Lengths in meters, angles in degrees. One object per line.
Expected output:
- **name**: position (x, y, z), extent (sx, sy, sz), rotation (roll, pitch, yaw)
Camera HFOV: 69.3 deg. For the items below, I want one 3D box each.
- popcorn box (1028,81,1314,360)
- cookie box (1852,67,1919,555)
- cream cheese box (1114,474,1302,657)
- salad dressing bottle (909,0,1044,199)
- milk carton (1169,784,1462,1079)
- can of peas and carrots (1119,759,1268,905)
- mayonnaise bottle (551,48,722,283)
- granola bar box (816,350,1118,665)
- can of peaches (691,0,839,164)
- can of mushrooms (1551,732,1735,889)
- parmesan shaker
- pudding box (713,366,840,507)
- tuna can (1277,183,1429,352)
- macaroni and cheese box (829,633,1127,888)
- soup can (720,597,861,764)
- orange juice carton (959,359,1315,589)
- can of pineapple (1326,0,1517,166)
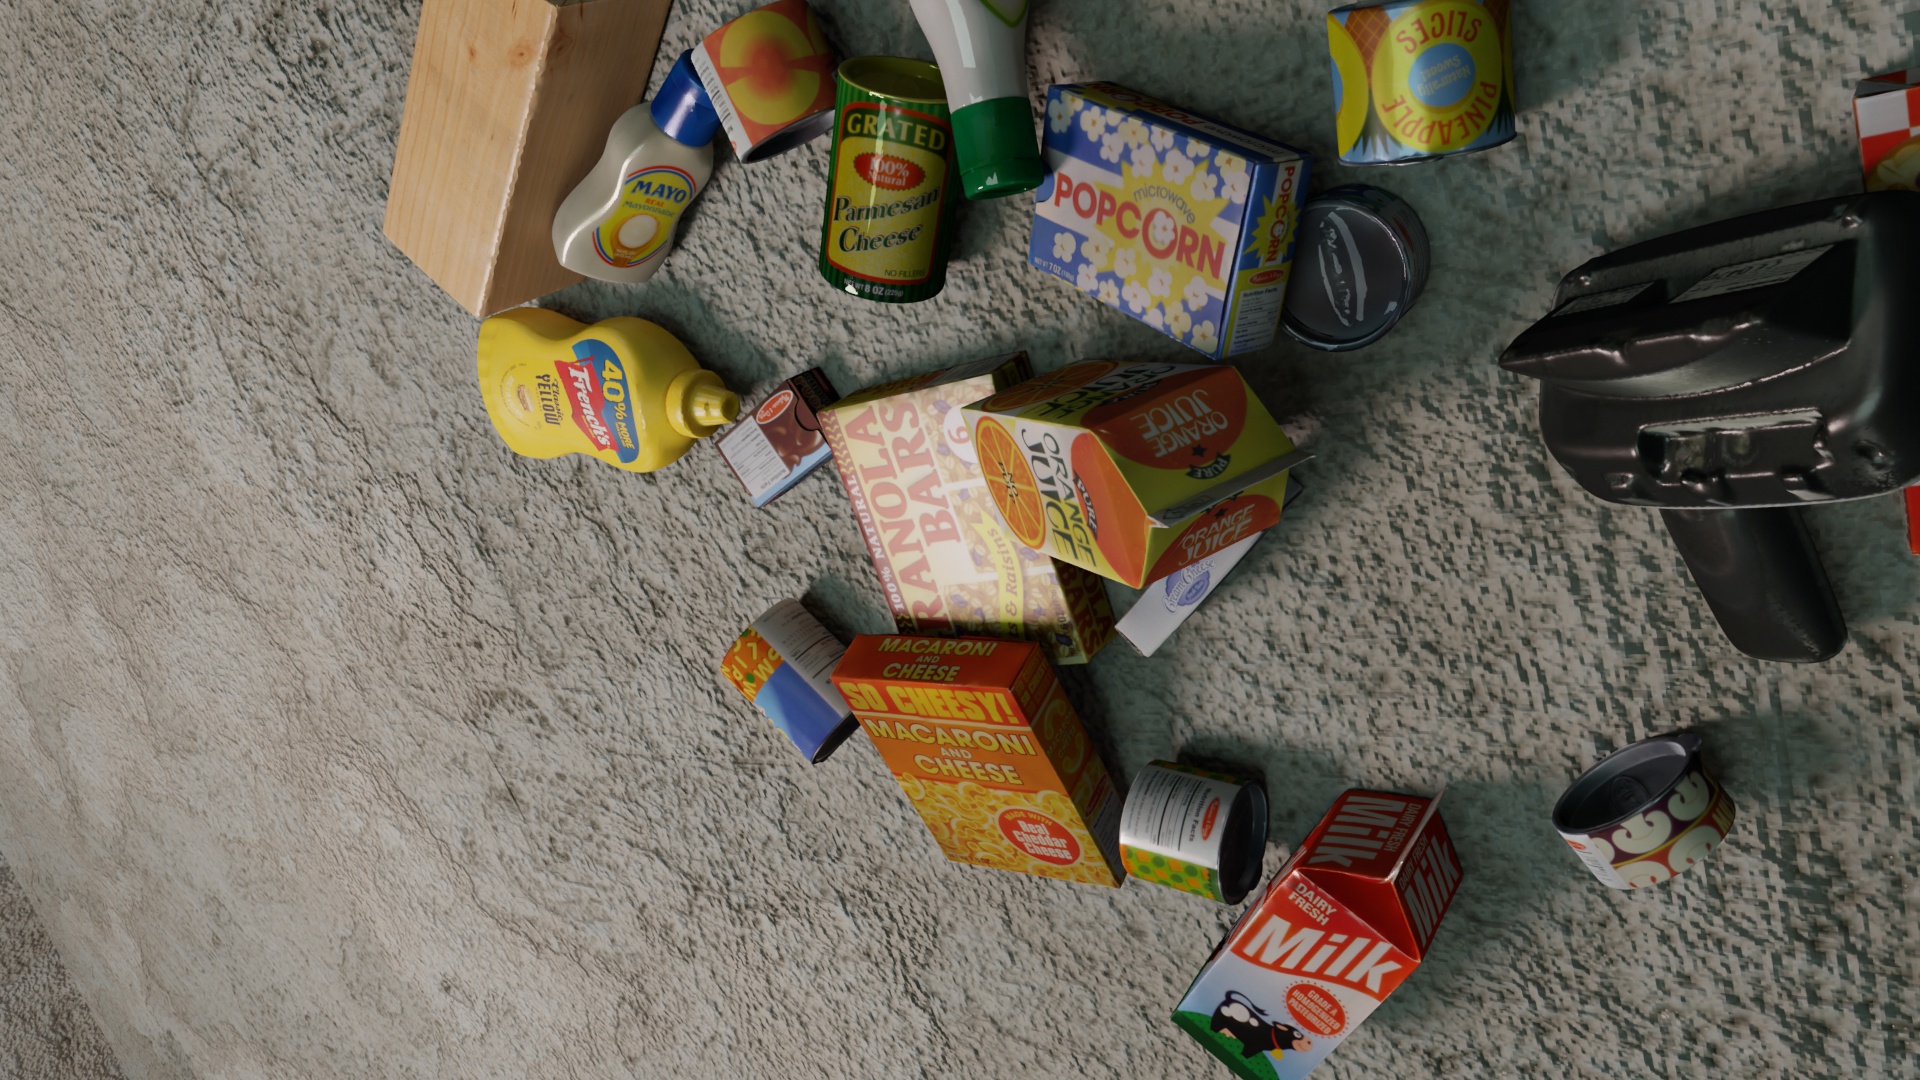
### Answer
- **popcorn box**: position (0.087, -0.142, 0.604), extent (0.127, 0.038, 0.084), rotation (37, 133, 41)
- **cookie box**: position (0.374, -0.080, 0.454), extent (0.123, 0.040, 0.167), rotation (-5, 110, 38)
- **cream cheese box**: position (0.120, 0.010, 0.675), extent (0.024, 0.053, 0.103), rotation (44, 131, 11)
- **salad dressing bottle**: position (0.007, -0.228, 0.613), extent (0.044, 0.064, 0.147), rotation (-5, 98, 46)
- **milk carton**: position (0.189, 0.200, 0.713), extent (0.073, 0.073, 0.189), rotation (37, 129, 15)
- **can of peas and carrots**: position (0.126, 0.156, 0.742), extent (0.059, 0.071, 0.070), rotation (8, 118, 33)
- **mayonnaise bottle**: position (-0.171, -0.204, 0.768), extent (0.147, 0.065, 0.041), rotation (-43, 55, 39)
- **granola bar box**: position (0.003, -0.010, 0.760), extent (0.124, 0.039, 0.165), rotation (-8, 108, 38)
- **can of peaches**: position (-0.091, -0.230, 0.695), extent (0.071, 0.071, 0.058), rotation (-19, 101, 40)
- **can of mushrooms**: position (0.296, 0.116, 0.598), extent (0.033, 0.071, 0.070), rotation (52, 132, 1)
- **parmesan shaker**: position (-0.029, -0.175, 0.679), extent (0.071, 0.072, 0.102), rotation (26, 126, 22)
- **pudding box**: position (-0.102, -0.059, 0.815), extent (0.083, 0.030, 0.049), rotation (-33, 91, 42)
- **tuna can**: position (0.161, -0.116, 0.593), extent (0.071, 0.033, 0.070), rotation (16, 122, 28)
- **macaroni and cheese box**: position (0.016, 0.124, 0.788), extent (0.123, 0.040, 0.165), rotation (-1, 131, 36)
- **soup can**: position (-0.099, 0.089, 0.866), extent (0.084, 0.072, 0.071), rotation (43, 131, 11)
- **orange juice carton**: position (0.074, -0.033, 0.613), extent (0.193, 0.072, 0.073), rotation (22, 134, 68)
- **can of pineapple**: position (0.175, -0.177, 0.527), extent (0.071, 0.071, 0.057), rotation (3, 115, 34)
